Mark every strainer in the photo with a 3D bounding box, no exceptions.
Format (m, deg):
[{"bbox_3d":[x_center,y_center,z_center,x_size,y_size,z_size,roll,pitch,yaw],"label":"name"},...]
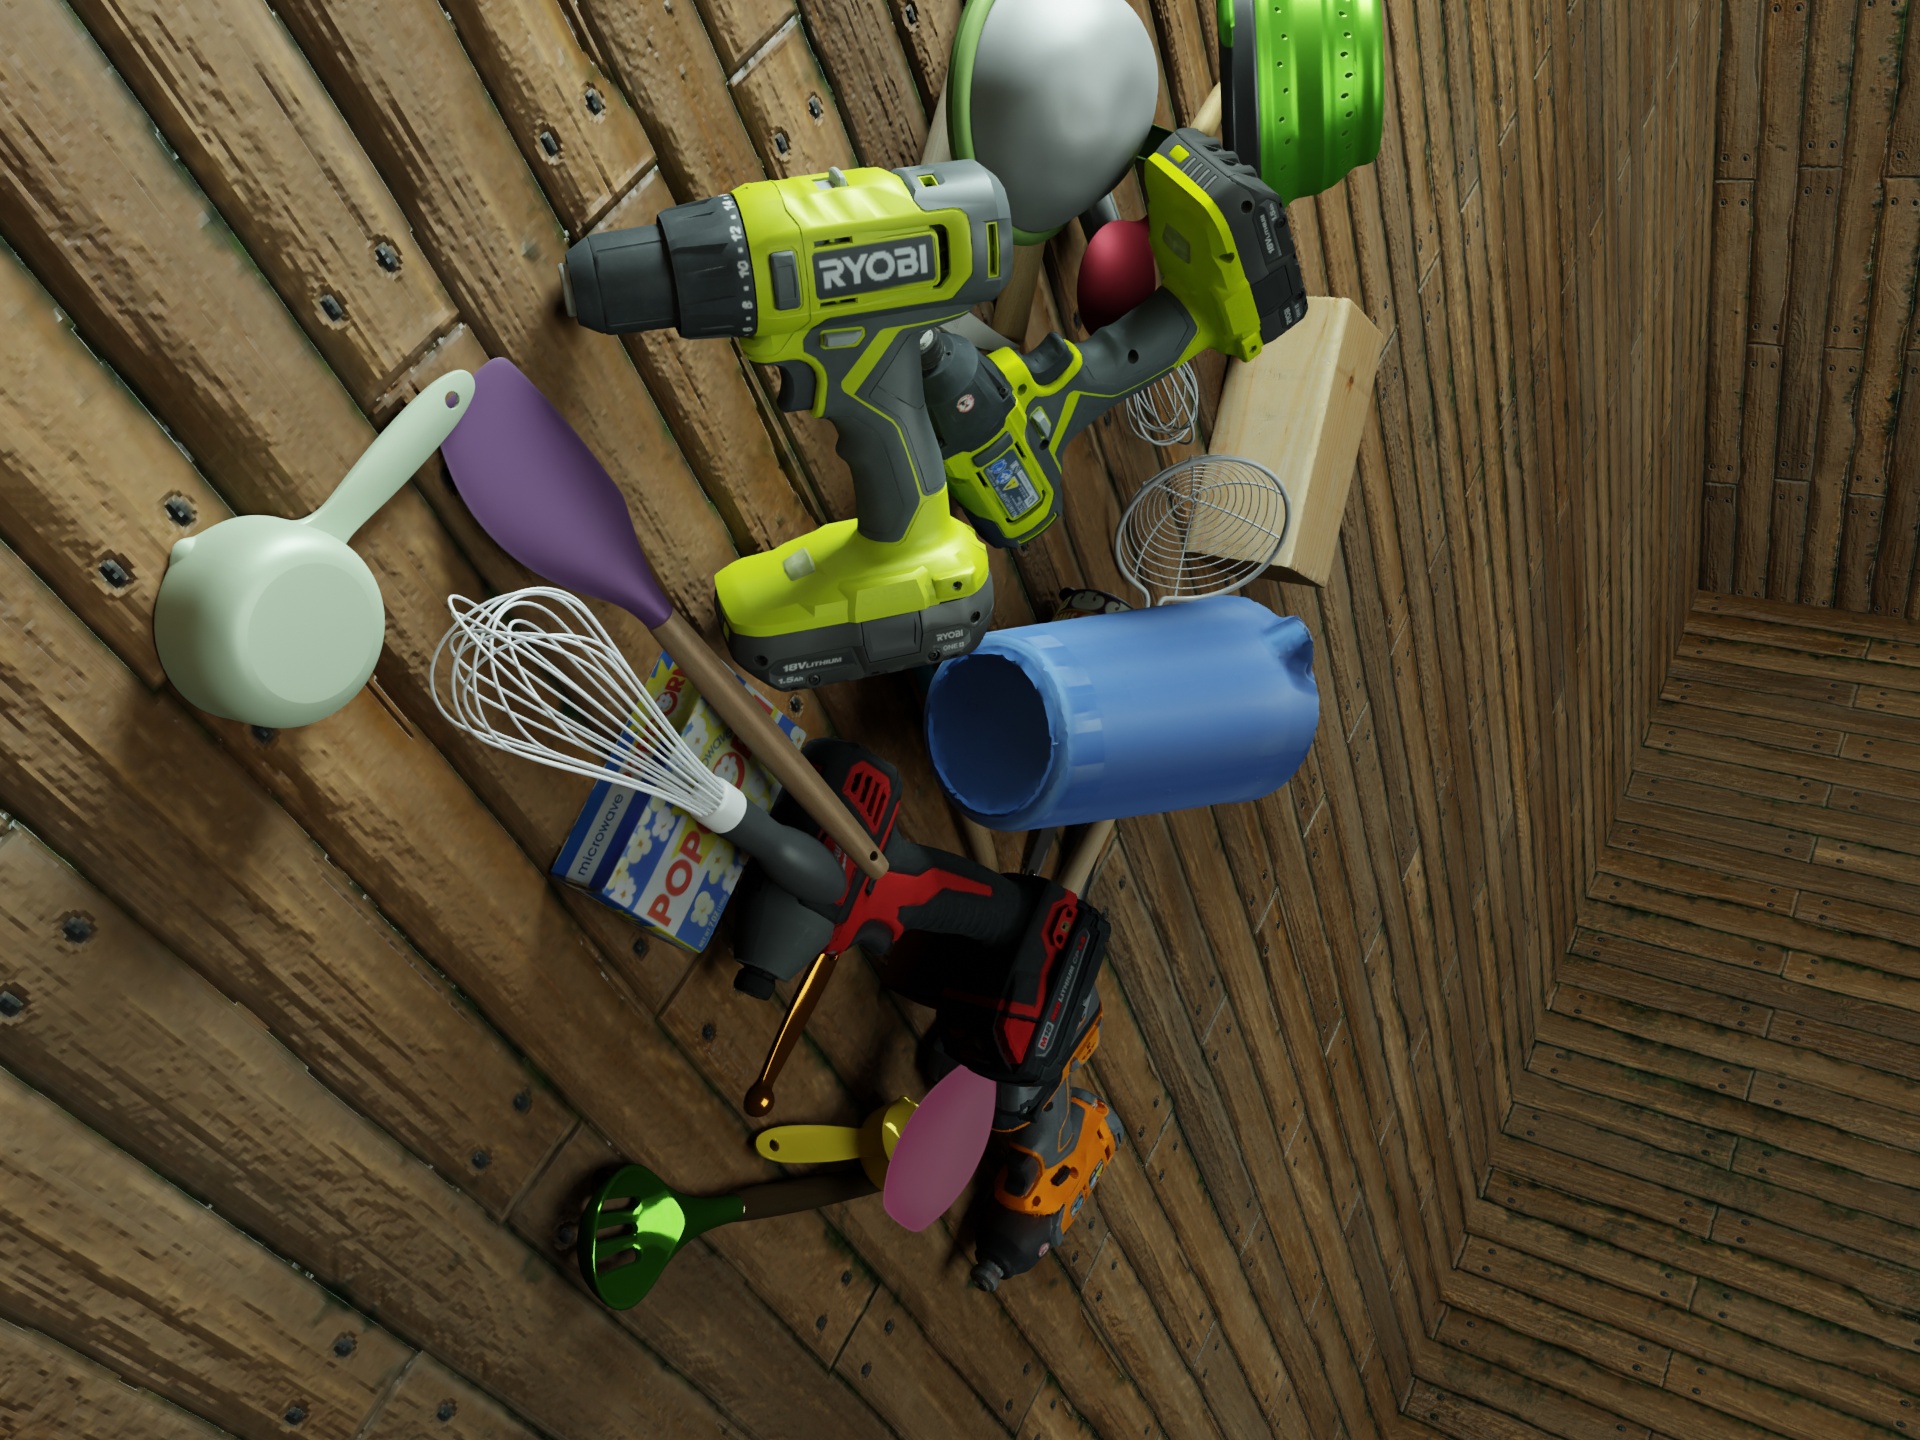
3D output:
[{"bbox_3d":[0.092,-0.332,0.884,0.256,0.069,0.151,-9,112,-53],"label":"strainer"}]

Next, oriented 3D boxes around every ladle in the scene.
[{"bbox_3d":[0.136,-0.342,1.025,0.069,0.031,0.316,63,37,-35],"label":"ladle"}]

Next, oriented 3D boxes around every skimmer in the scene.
[{"bbox_3d":[0.134,-0.010,1.129,0.127,0.090,0.363,17,89,-26],"label":"skimmer"}]

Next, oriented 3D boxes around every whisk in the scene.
[{"bbox_3d":[0.109,-0.276,1.038,0.058,0.059,0.246,-37,133,-8],"label":"whisk"},{"bbox_3d":[0.055,-0.341,0.933,0.047,0.051,0.245,-4,107,-63],"label":"whisk"},{"bbox_3d":[-0.126,0.023,0.703,0.284,0.070,0.070,45,63,-52],"label":"whisk"}]

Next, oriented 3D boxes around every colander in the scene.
[{"bbox_3d":[0.216,-0.364,1.026,0.396,0.094,0.205,55,34,-71],"label":"colander"}]

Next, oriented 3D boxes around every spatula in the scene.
[{"bbox_3d":[-0.002,-0.003,0.960,0.082,0.044,0.317,-100,175,-47],"label":"spatula"},{"bbox_3d":[-0.123,-0.027,0.725,0.060,0.018,0.315,-54,127,-23],"label":"spatula"}]

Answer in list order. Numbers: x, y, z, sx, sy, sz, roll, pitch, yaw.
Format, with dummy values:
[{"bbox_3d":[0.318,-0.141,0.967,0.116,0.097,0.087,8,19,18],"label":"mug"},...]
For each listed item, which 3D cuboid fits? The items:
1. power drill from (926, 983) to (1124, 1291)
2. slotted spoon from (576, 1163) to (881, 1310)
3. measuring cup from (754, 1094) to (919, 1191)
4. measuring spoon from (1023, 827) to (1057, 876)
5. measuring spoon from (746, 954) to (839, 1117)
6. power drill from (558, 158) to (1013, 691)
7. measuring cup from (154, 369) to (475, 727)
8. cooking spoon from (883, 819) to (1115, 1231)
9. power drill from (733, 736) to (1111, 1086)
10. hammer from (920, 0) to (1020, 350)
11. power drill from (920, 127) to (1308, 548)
[{"bbox_3d":[0.044,0.285,1.106,0.164,0.084,0.226,-50,143,-36],"label":"power drill"},{"bbox_3d":[-0.114,0.276,0.903,0.313,0.031,0.070,16,70,-60],"label":"slotted spoon"},{"bbox_3d":[-0.072,0.259,0.961,0.156,0.029,0.062,16,52,-46],"label":"measuring cup"},{"bbox_3d":[0.059,0.062,1.114,0.034,0.018,0.124,11,98,-56],"label":"measuring spoon"},{"bbox_3d":[-0.092,0.174,0.915,0.117,0.011,0.021,-64,146,-20],"label":"measuring spoon"},{"bbox_3d":[-0.071,-0.133,0.729,0.190,0.080,0.228,-12,125,-12],"label":"power drill"},{"bbox_3d":[-0.224,-0.069,0.594,0.168,0.038,0.083,-58,144,-23],"label":"measuring cup"},{"bbox_3d":[0.035,0.170,1.004,0.068,0.017,0.319,47,61,-33],"label":"cooking spoon"},{"bbox_3d":[-0.027,0.118,0.889,0.219,0.078,0.143,35,69,-32],"label":"power drill"},{"bbox_3d":[0.028,-0.411,0.869,0.146,0.038,0.410,14,89,-60],"label":"hammer"},{"bbox_3d":[0.072,-0.210,0.872,0.223,0.080,0.171,-38,148,1],"label":"power drill"}]
